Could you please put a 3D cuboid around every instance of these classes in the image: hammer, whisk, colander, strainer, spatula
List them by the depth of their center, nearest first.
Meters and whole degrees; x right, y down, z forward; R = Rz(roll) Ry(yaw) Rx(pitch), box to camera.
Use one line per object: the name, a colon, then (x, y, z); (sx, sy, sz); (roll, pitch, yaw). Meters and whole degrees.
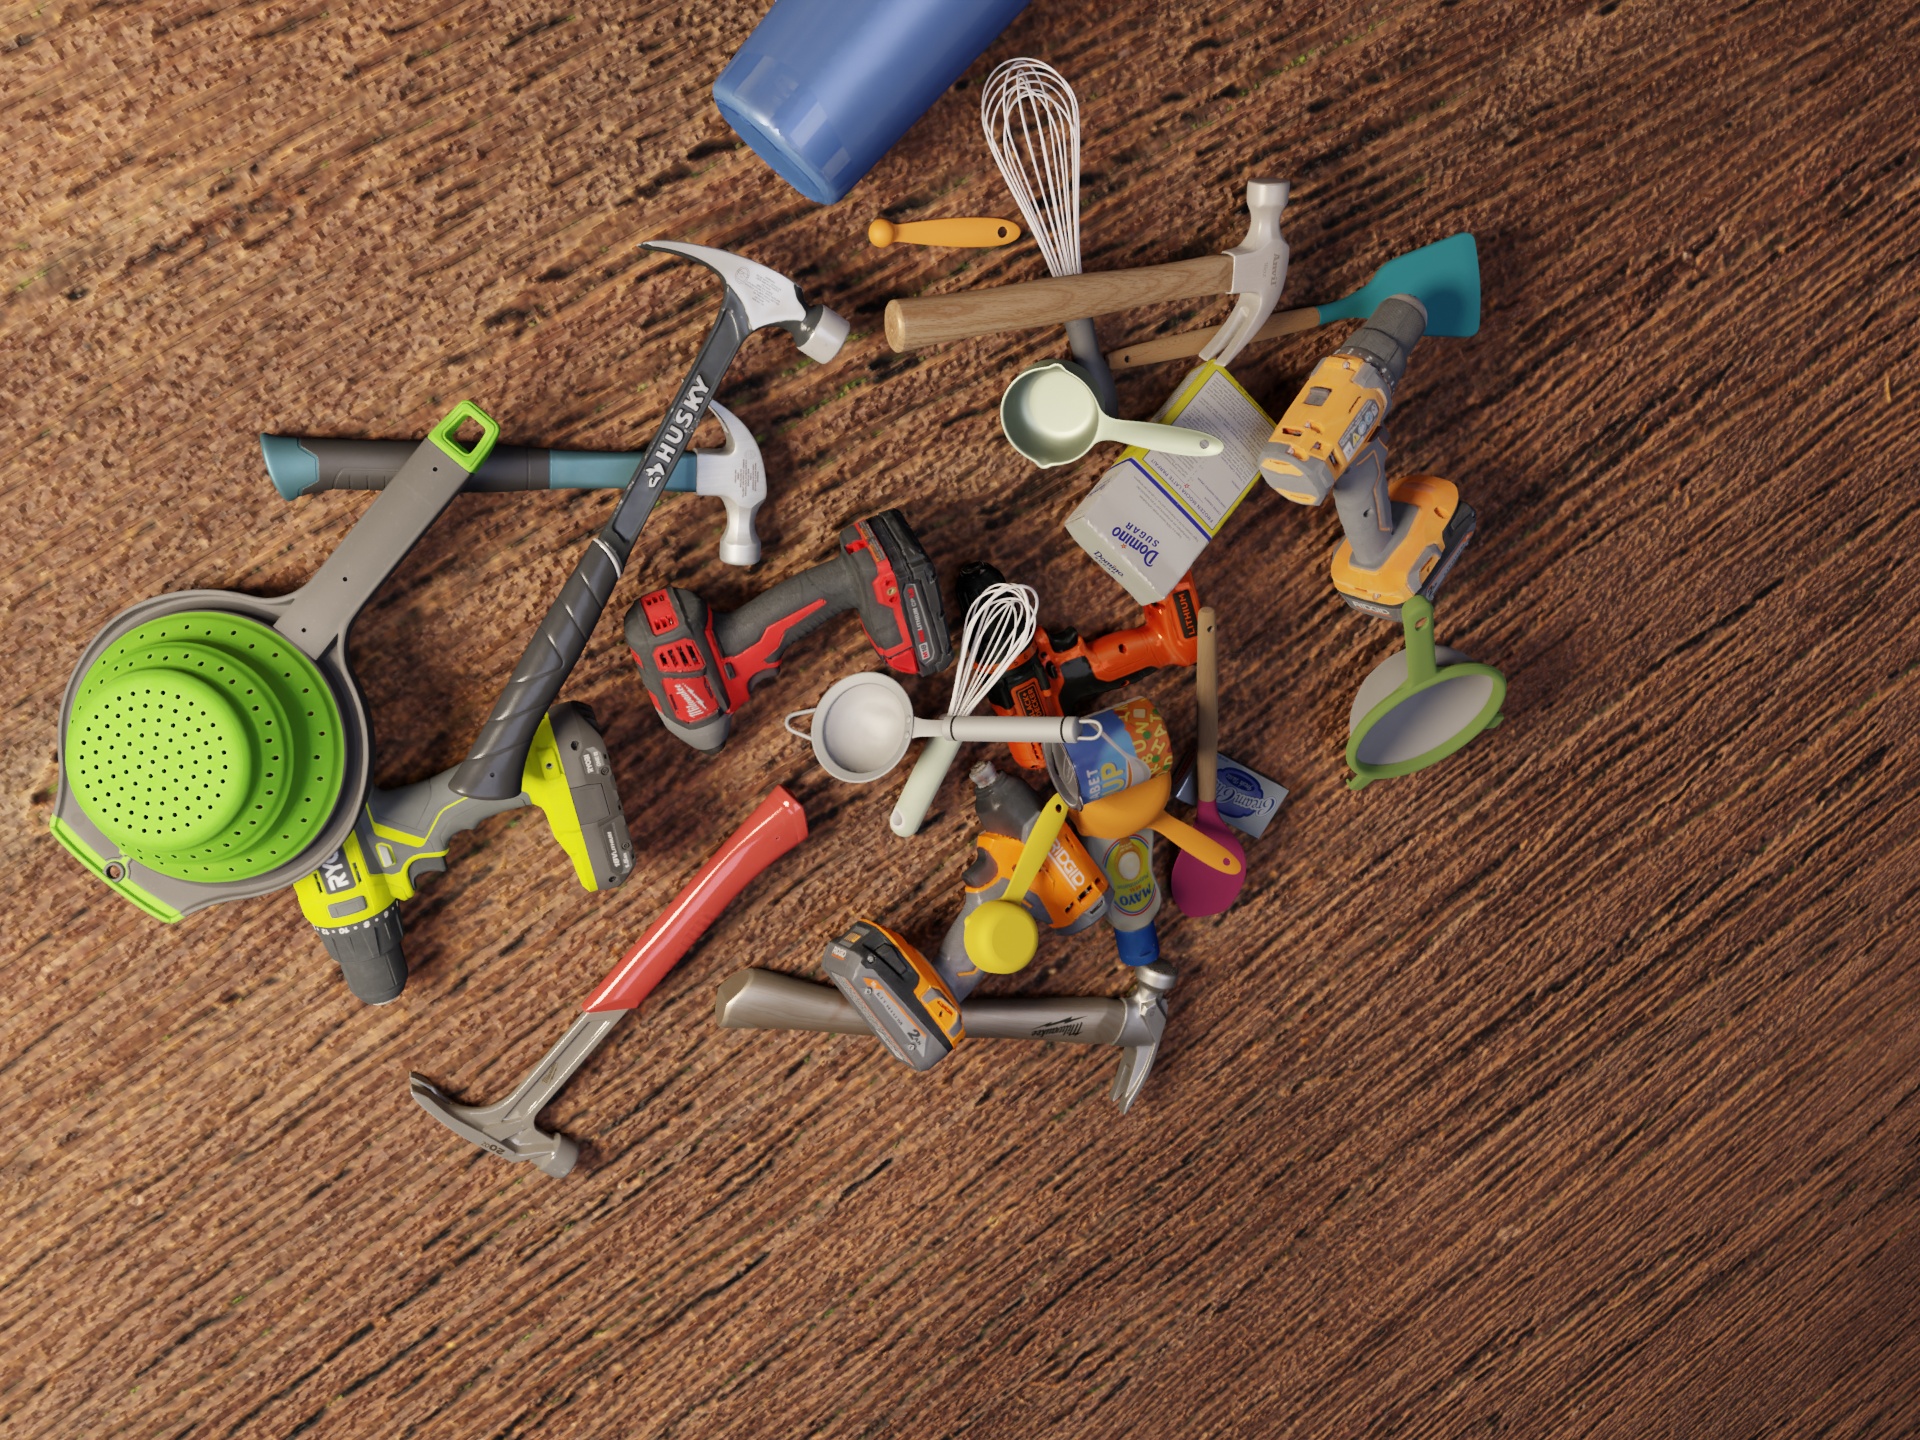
colander: (-0.430, -0.042, 0.989); (0.204, 0.094, 0.397); (40, 93, -5)
hammer: (-0.231, -0.128, 1.063); (0.149, 0.036, 0.409); (29, 88, -27)
hammer: (-0.294, -0.169, 1.079); (0.331, 0.033, 0.128); (-2, 110, -22)
hammer: (0.098, -0.304, 1.142); (0.331, 0.031, 0.130); (-16, 122, -24)
whisk: (0.074, -0.338, 1.162); (0.070, 0.070, 0.284); (-25, 122, -12)
strainer: (-0.012, 0.008, 1.179); (0.050, 0.258, 0.087); (25, 69, -58)
whisk: (-0.002, -0.004, 1.223); (0.059, 0.058, 0.246); (-4, 132, -40)
hammer: (-0.253, 0.188, 1.226); (0.359, 0.037, 0.149); (-49, 119, 0)
spatula: (0.263, -0.315, 1.253); (0.317, 0.044, 0.082); (-16, 111, -15)
strainer: (0.380, -0.045, 1.350); (0.151, 0.069, 0.256); (-25, 145, 2)
hammer: (-0.009, 0.262, 1.355); (0.410, 0.038, 0.146); (7, 107, -24)

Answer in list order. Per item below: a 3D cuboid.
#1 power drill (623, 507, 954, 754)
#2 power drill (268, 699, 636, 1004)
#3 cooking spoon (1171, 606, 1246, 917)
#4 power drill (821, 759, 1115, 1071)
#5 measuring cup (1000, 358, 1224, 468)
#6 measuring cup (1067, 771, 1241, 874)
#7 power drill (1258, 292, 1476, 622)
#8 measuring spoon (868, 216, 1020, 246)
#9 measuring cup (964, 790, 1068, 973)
power drill: (-0.123, -0.057, 1.160); (0.219, 0.079, 0.143); (-21, 136, -9)
power drill: (-0.353, 0.091, 1.126); (0.228, 0.080, 0.190); (-16, 113, -14)
cooking spoon: (0.208, 0.043, 1.336); (0.068, 0.017, 0.318); (-10, 125, -6)
power drill: (0.001, 0.150, 1.276); (0.226, 0.084, 0.164); (-41, 107, -19)
measuring cup: (0.114, -0.224, 1.184); (0.167, 0.038, 0.083); (12, 123, 8)
measuring cup: (0.164, 0.073, 1.303); (0.173, 0.052, 0.095); (33, 72, 0)
power drill: (0.339, -0.209, 1.273); (0.185, 0.084, 0.226); (-55, 134, -12)
measuring spoon: (-0.009, -0.351, 1.144); (0.117, 0.011, 0.021); (-7, 111, -20)
measuring cup: (0.055, 0.125, 1.244); (0.062, 0.029, 0.156); (32, 76, -24)
